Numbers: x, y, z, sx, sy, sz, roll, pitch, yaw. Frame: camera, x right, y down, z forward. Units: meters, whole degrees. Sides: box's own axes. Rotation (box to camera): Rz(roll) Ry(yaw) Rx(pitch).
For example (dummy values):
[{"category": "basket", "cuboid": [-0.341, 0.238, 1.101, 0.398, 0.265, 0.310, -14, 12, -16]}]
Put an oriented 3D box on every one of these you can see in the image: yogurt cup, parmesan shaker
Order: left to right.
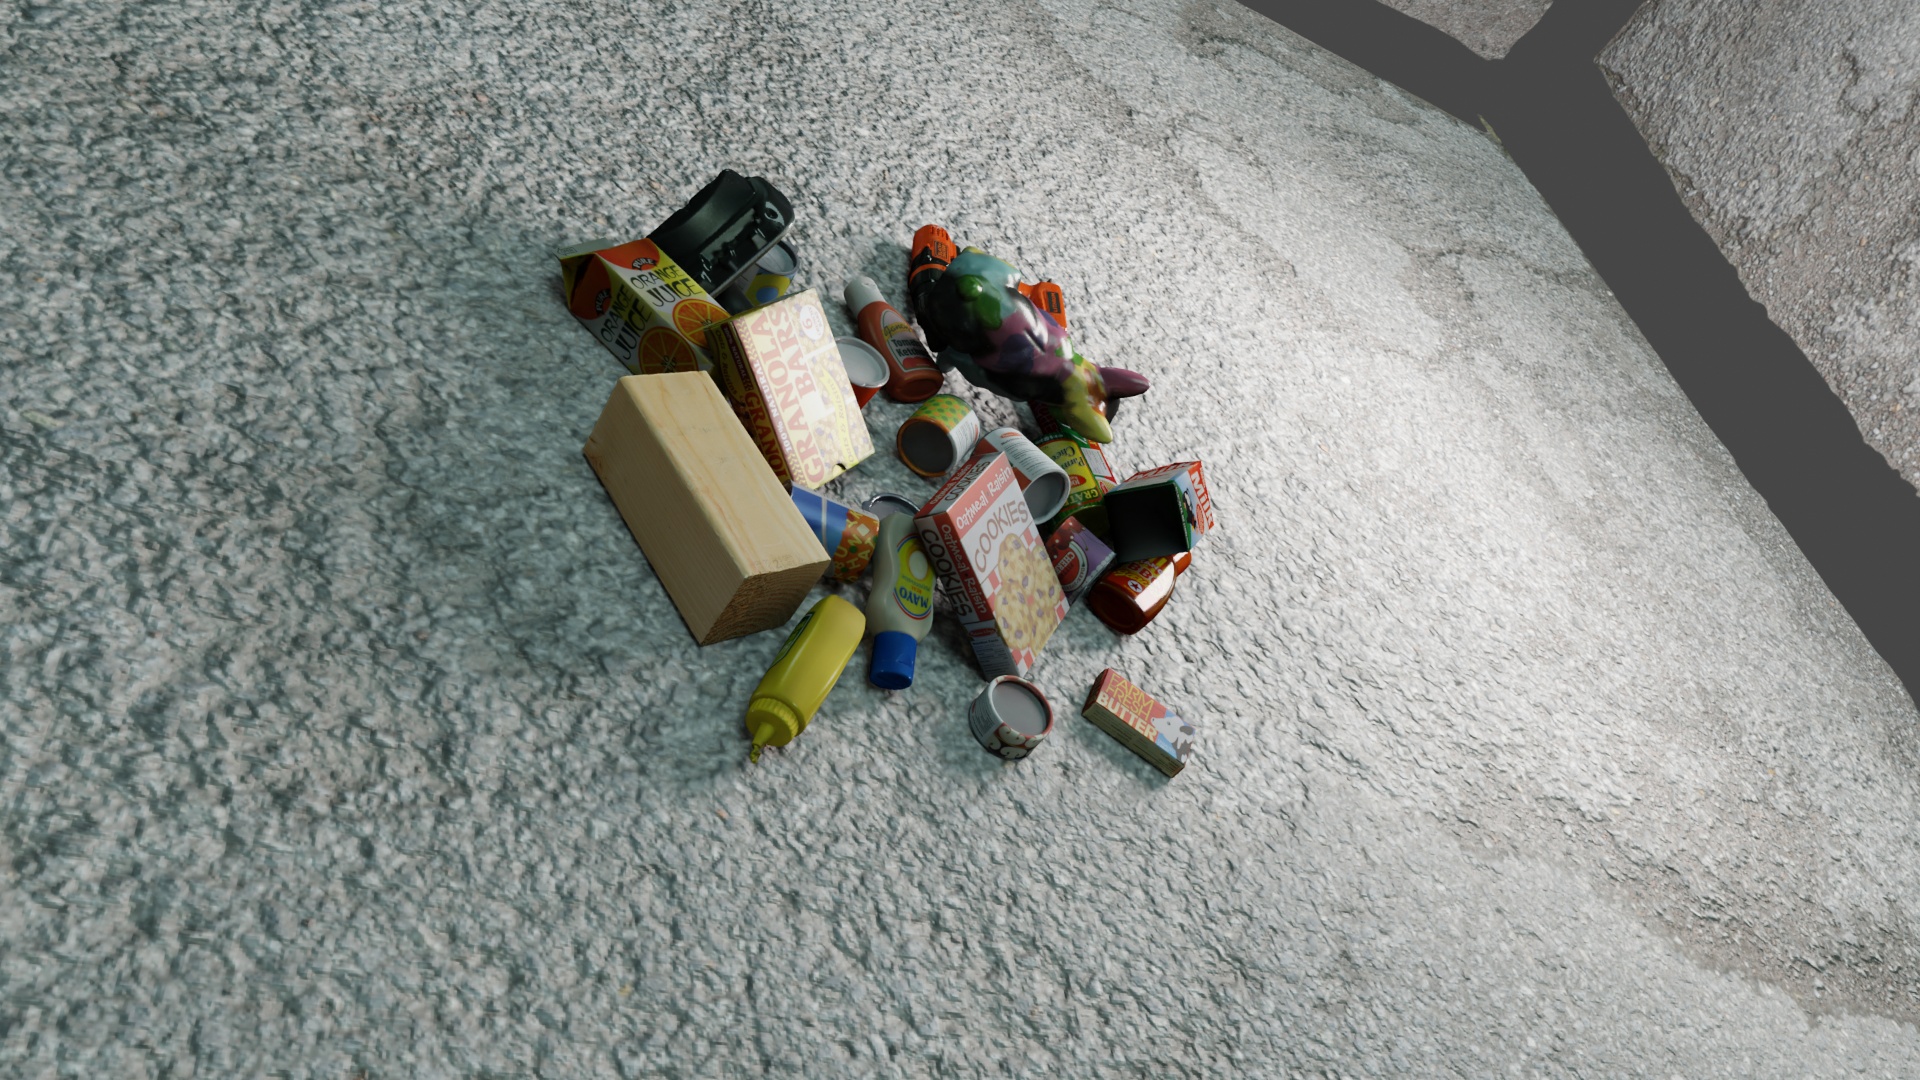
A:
[{"category": "yogurt cup", "cuboid": [-0.111, -0.158, 1.354, 0.072, 0.053, 0.073, 22, 40, -20]}, {"category": "parmesan shaker", "cuboid": [0.103, -0.051, 1.406, 0.071, 0.071, 0.103, 5, 47, -35]}]

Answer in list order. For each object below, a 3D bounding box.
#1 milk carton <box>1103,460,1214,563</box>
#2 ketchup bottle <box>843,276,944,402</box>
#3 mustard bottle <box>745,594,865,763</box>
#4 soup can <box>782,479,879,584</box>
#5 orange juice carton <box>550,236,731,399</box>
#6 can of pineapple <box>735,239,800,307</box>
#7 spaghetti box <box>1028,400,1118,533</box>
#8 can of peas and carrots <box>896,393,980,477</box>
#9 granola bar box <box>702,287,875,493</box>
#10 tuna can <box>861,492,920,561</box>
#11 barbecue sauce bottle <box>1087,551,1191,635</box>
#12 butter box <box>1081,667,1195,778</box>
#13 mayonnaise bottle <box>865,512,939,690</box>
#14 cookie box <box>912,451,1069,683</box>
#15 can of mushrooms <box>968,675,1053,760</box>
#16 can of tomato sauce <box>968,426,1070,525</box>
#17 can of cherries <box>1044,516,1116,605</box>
[{"category": "milk carton", "cuboid": [0.209, -0.034, 1.417, 0.191, 0.073, 0.072, -31, 109, -67]}, {"category": "ketchup bottle", "cuboid": [-0.076, -0.210, 1.445, 0.065, 0.043, 0.149, -5, 53, -41]}, {"category": "mustard bottle", "cuboid": [-0.125, 0.109, 1.061, 0.049, 0.065, 0.161, 38, 41, -7]}, {"category": "soup can", "cuboid": [-0.121, -0.004, 1.179, 0.084, 0.071, 0.072, 23, 40, -19]}, {"category": "orange juice carton", "cuboid": [-0.280, -0.206, 1.254, 0.193, 0.072, 0.072, 43, 37, 8]}, {"category": "can of pineapple", "cuboid": [-0.201, -0.269, 1.394, 0.071, 0.057, 0.071, 22, 40, -20]}, {"category": "spaghetti box", "cuboid": [0.120, -0.111, 1.509, 0.050, 0.028, 0.251, 6, 47, -34]}, {"category": "can of peas and carrots", "cuboid": [-0.024, -0.103, 1.359, 0.071, 0.070, 0.059, 39, 38, 1]}, {"category": "granola bar box", "cuboid": [-0.149, -0.131, 1.239, 0.125, 0.039, 0.165, -37, 112, -52]}, {"category": "tuna can", "cuboid": [-0.064, -0.009, 1.254, 0.071, 0.032, 0.071, 22, 41, -20]}, {"category": "barbecue sauce bottle", "cuboid": [0.186, 0.041, 1.393, 0.065, 0.043, 0.149, 40, 37, 13]}, {"category": "butter box", "cuboid": [0.163, 0.165, 1.261, 0.103, 0.024, 0.053, 35, 38, -3]}, {"category": "mayonnaise bottle", "cuboid": [-0.050, 0.052, 1.170, 0.065, 0.041, 0.149, 28, 53, -31]}, {"category": "cookie box", "cuboid": [0.030, 0.022, 1.227, 0.123, 0.040, 0.167, -48, 120, -52]}, {"category": "can of mushrooms", "cuboid": [0.045, 0.150, 1.177, 0.071, 0.033, 0.071, 22, 40, -19]}, {"category": "can of tomato sauce", "cuboid": [0.057, -0.061, 1.360, 0.071, 0.071, 0.083, -2, 34, -40]}, {"category": "can of cherries", "cuboid": [0.106, 0.020, 1.331, 0.058, 0.071, 0.072, 42, 38, 6]}]
